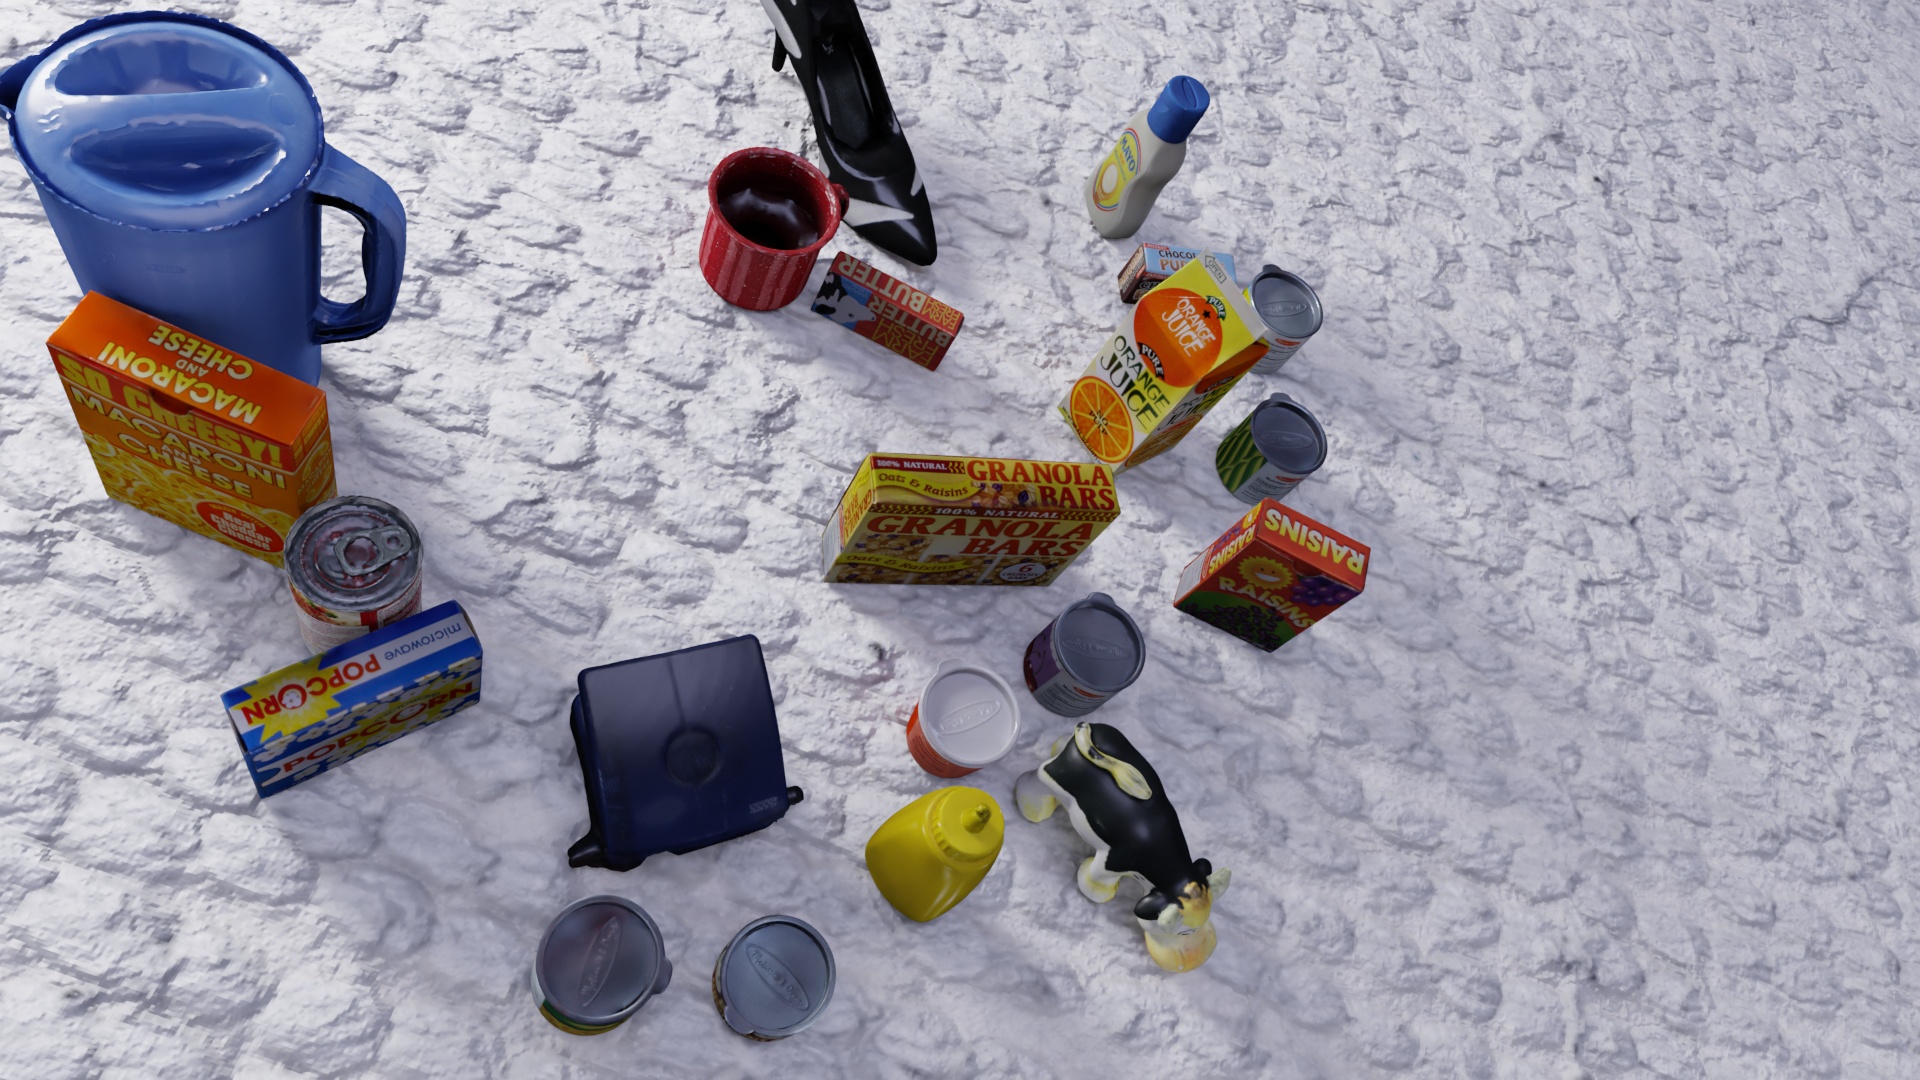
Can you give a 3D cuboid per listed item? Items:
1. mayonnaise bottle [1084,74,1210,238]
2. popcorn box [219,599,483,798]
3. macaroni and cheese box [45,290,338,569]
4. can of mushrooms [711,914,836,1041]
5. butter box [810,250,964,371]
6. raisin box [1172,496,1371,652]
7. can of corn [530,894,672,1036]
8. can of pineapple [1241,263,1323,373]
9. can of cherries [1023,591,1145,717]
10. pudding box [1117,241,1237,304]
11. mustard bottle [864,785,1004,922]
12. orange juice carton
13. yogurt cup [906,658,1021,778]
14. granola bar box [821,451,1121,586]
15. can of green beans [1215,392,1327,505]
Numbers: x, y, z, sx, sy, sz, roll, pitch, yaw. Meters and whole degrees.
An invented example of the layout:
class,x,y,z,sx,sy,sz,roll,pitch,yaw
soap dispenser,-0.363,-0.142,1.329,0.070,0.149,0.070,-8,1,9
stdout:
class,x,y,z,sx,sy,sz,roll,pitch,yaw
mayonnaise bottle,0.147,-0.305,1.102,0.041,0.147,0.065,-5,67,-23
popcorn box,-0.328,0.087,0.759,0.127,0.085,0.038,-25,76,-29
macaroni and cheese box,-0.405,-0.049,0.749,0.124,0.165,0.040,24,59,-9
can of mushrooms,-0.109,0.252,0.792,0.071,0.033,0.071,9,62,-17
butter box,-0.053,-0.166,1.011,0.103,0.053,0.024,26,59,-7
raisin box,0.217,0.027,0.978,0.086,0.122,0.040,26,59,-7
can of corn,-0.195,0.232,0.754,0.071,0.058,0.071,9,62,-17
can of pineapple,0.252,-0.179,1.133,0.071,0.057,0.071,9,62,-17
can of cherries,0.083,0.078,0.939,0.071,0.058,0.072,9,62,-17
pudding box,0.176,-0.212,1.125,0.084,0.049,0.030,4,64,-19
mustard bottle,-0.008,0.174,0.795,0.049,0.159,0.065,-34,81,-31
orange juice carton,0.150,-0.126,0.987,0.073,0.191,0.072,-26,77,-29
yogurt cup,-0.001,0.119,0.888,0.072,0.053,0.072,9,62,-17
granola bar box,0.003,-0.011,0.914,0.166,0.123,0.039,2,65,-20
can of green beans,0.239,-0.068,1.072,0.071,0.057,0.071,9,62,-17
